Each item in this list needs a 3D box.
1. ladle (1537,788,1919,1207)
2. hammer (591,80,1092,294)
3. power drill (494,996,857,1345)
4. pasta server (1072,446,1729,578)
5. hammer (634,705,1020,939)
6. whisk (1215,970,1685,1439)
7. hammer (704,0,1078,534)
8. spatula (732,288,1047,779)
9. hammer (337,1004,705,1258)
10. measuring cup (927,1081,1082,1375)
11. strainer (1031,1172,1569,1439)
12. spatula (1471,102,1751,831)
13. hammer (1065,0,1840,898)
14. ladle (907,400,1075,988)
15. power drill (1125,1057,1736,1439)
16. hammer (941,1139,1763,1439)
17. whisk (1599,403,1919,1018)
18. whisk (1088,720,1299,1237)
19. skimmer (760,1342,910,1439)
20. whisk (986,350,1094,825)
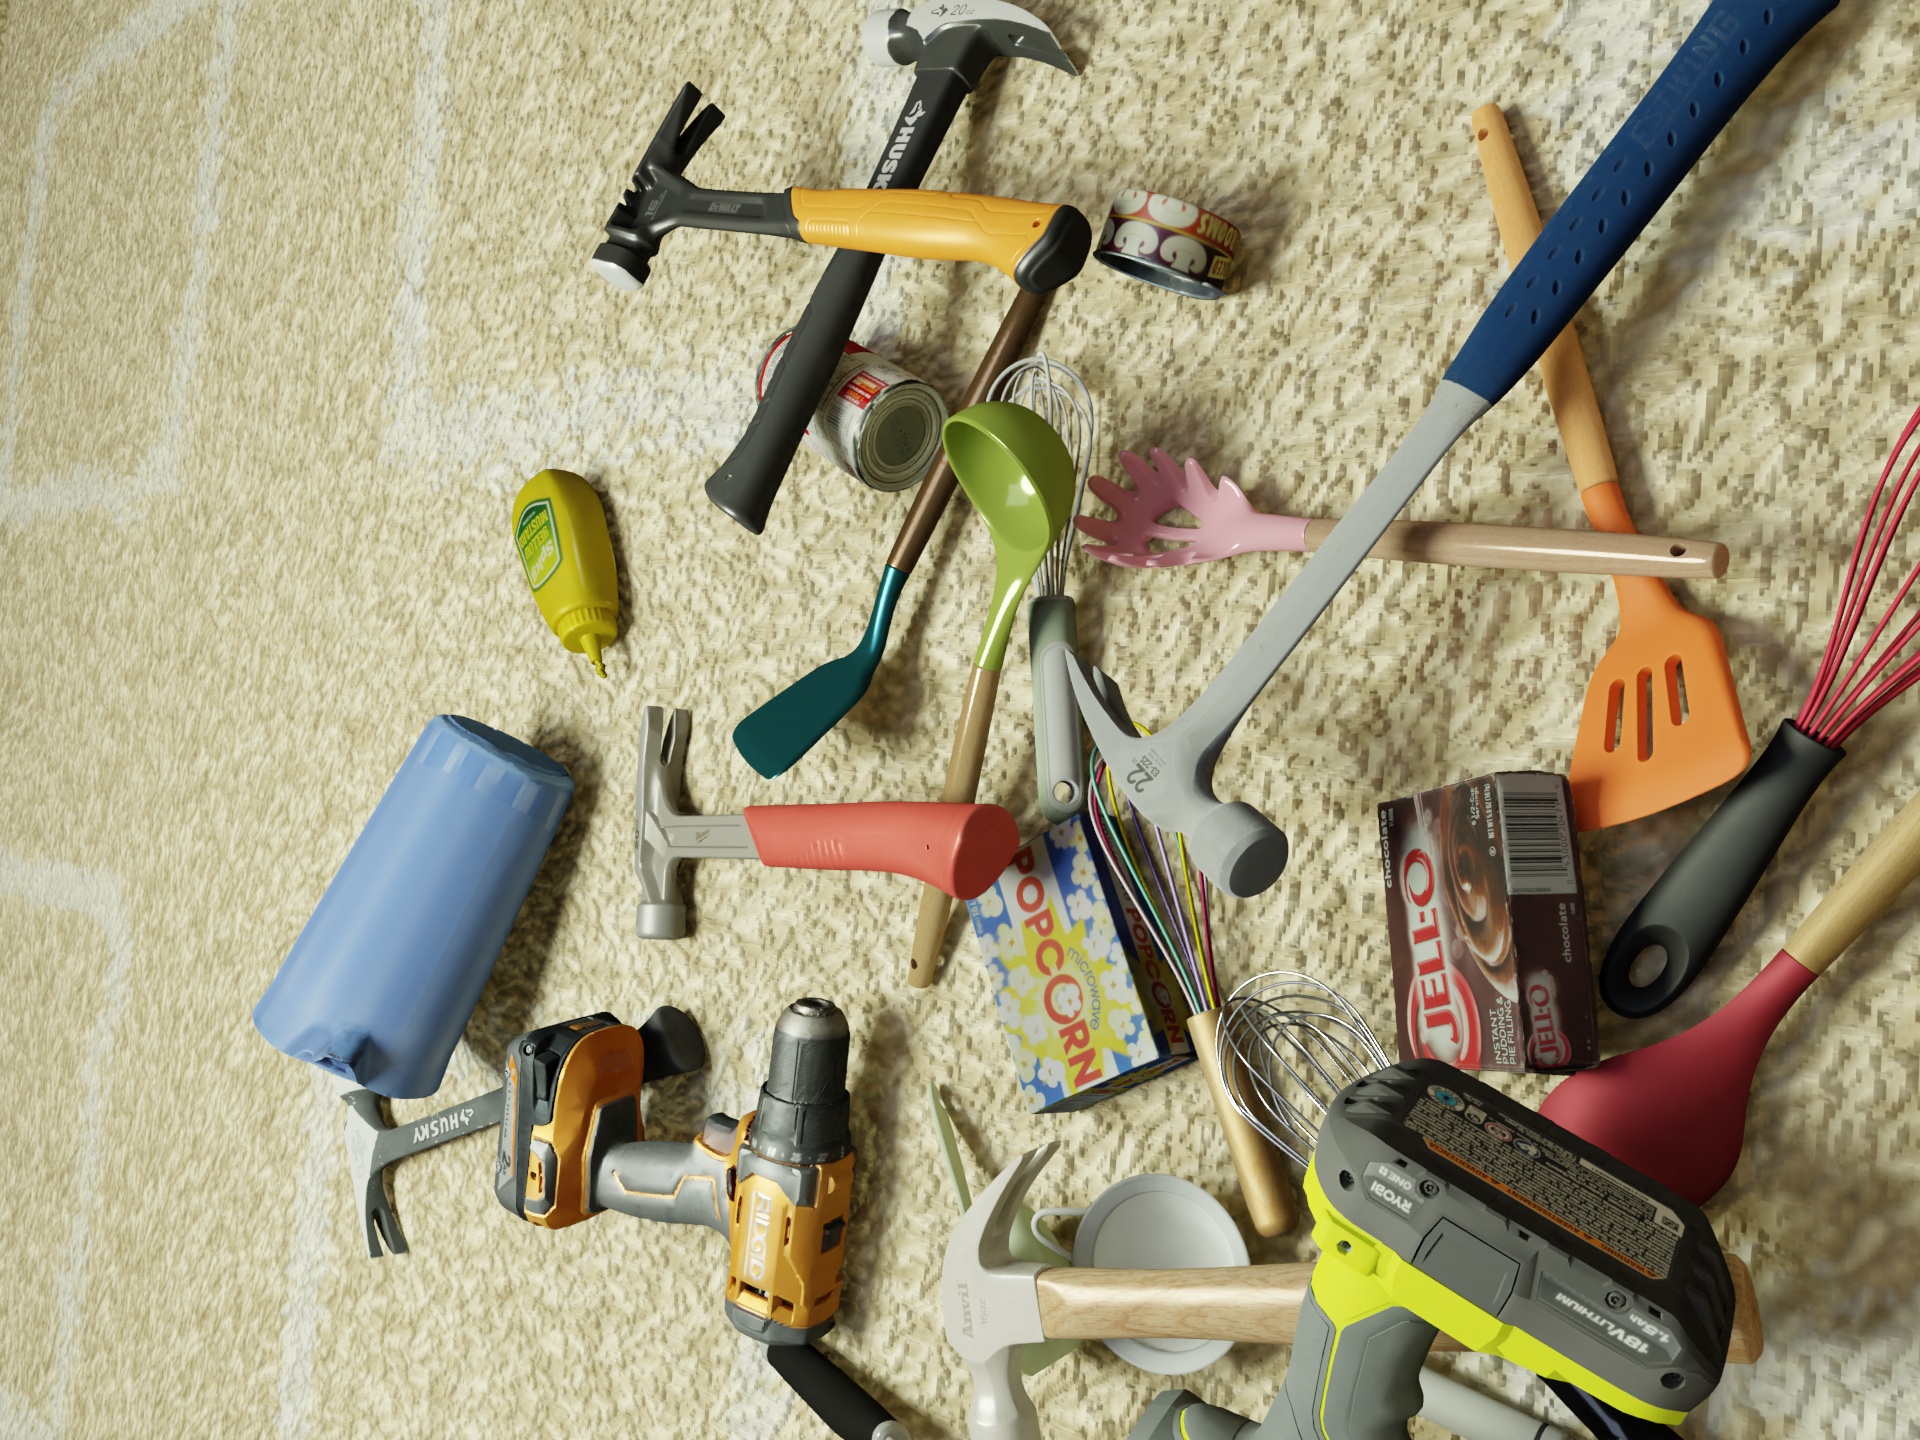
[{"bbox_3d":[0.315,0.066,0.561,0.069,0.031,0.315,35,106,4],"label":"ladle"},{"bbox_3d":[-0.066,-0.276,0.853,0.337,0.034,0.127,20,81,38],"label":"hammer"},{"bbox_3d":[-0.157,0.230,0.909,0.226,0.084,0.185,11,98,31],"label":"power drill"},{"bbox_3d":[0.169,-0.081,0.684,0.316,0.040,0.060,13,79,51],"label":"pasta server"},{"bbox_3d":[-0.092,0.055,0.886,0.359,0.036,0.149,-6,80,53],"label":"hammer"},{"bbox_3d":[0.201,0.214,0.631,0.285,0.070,0.070,49,116,30],"label":"whisk"},{"bbox_3d":[-0.052,-0.254,0.877,0.146,0.035,0.335,16,78,37],"label":"hammer"},{"bbox_3d":[-0.031,-0.111,0.876,0.317,0.044,0.082,-63,29,7],"label":"spatula"},{"bbox_3d":[-0.315,0.270,1.099,0.409,0.036,0.149,-25,69,37],"label":"hammer"},{"bbox_3d":[0.020,0.240,0.792,0.038,0.083,0.168,-29,42,6],"label":"measuring cup"},{"bbox_3d":[0.147,0.263,0.680,0.259,0.050,0.087,15,91,37],"label":"strainer"},{"bbox_3d":[0.247,-0.117,0.644,0.081,0.041,0.323,-34,60,52],"label":"spatula"},{"bbox_3d":[0.192,-0.125,0.641,0.405,0.035,0.144,-53,43,10],"label":"hammer"},{"bbox_3d":[-0.001,-0.003,0.806,0.078,0.062,0.320,34,120,46],"label":"ladle"},{"bbox_3d":[0.165,0.252,0.545,0.191,0.080,0.228,29,113,23],"label":"power drill"},{"bbox_3d":[0.132,0.227,0.626,0.331,0.031,0.130,-14,83,33],"label":"hammer"},{"bbox_3d":[0.313,-0.010,0.560,0.073,0.073,0.295,44,119,37],"label":"whisk"},{"bbox_3d":[0.109,0.113,0.735,0.047,0.051,0.245,-27,69,30],"label":"whisk"},{"bbox_3d":[0.018,0.352,0.769,0.090,0.127,0.363,-50,31,-20],"label":"skimmer"},{"bbox_3d":[0.046,-0.069,0.817,0.059,0.058,0.246,133,134,-82],"label":"whisk"}]
